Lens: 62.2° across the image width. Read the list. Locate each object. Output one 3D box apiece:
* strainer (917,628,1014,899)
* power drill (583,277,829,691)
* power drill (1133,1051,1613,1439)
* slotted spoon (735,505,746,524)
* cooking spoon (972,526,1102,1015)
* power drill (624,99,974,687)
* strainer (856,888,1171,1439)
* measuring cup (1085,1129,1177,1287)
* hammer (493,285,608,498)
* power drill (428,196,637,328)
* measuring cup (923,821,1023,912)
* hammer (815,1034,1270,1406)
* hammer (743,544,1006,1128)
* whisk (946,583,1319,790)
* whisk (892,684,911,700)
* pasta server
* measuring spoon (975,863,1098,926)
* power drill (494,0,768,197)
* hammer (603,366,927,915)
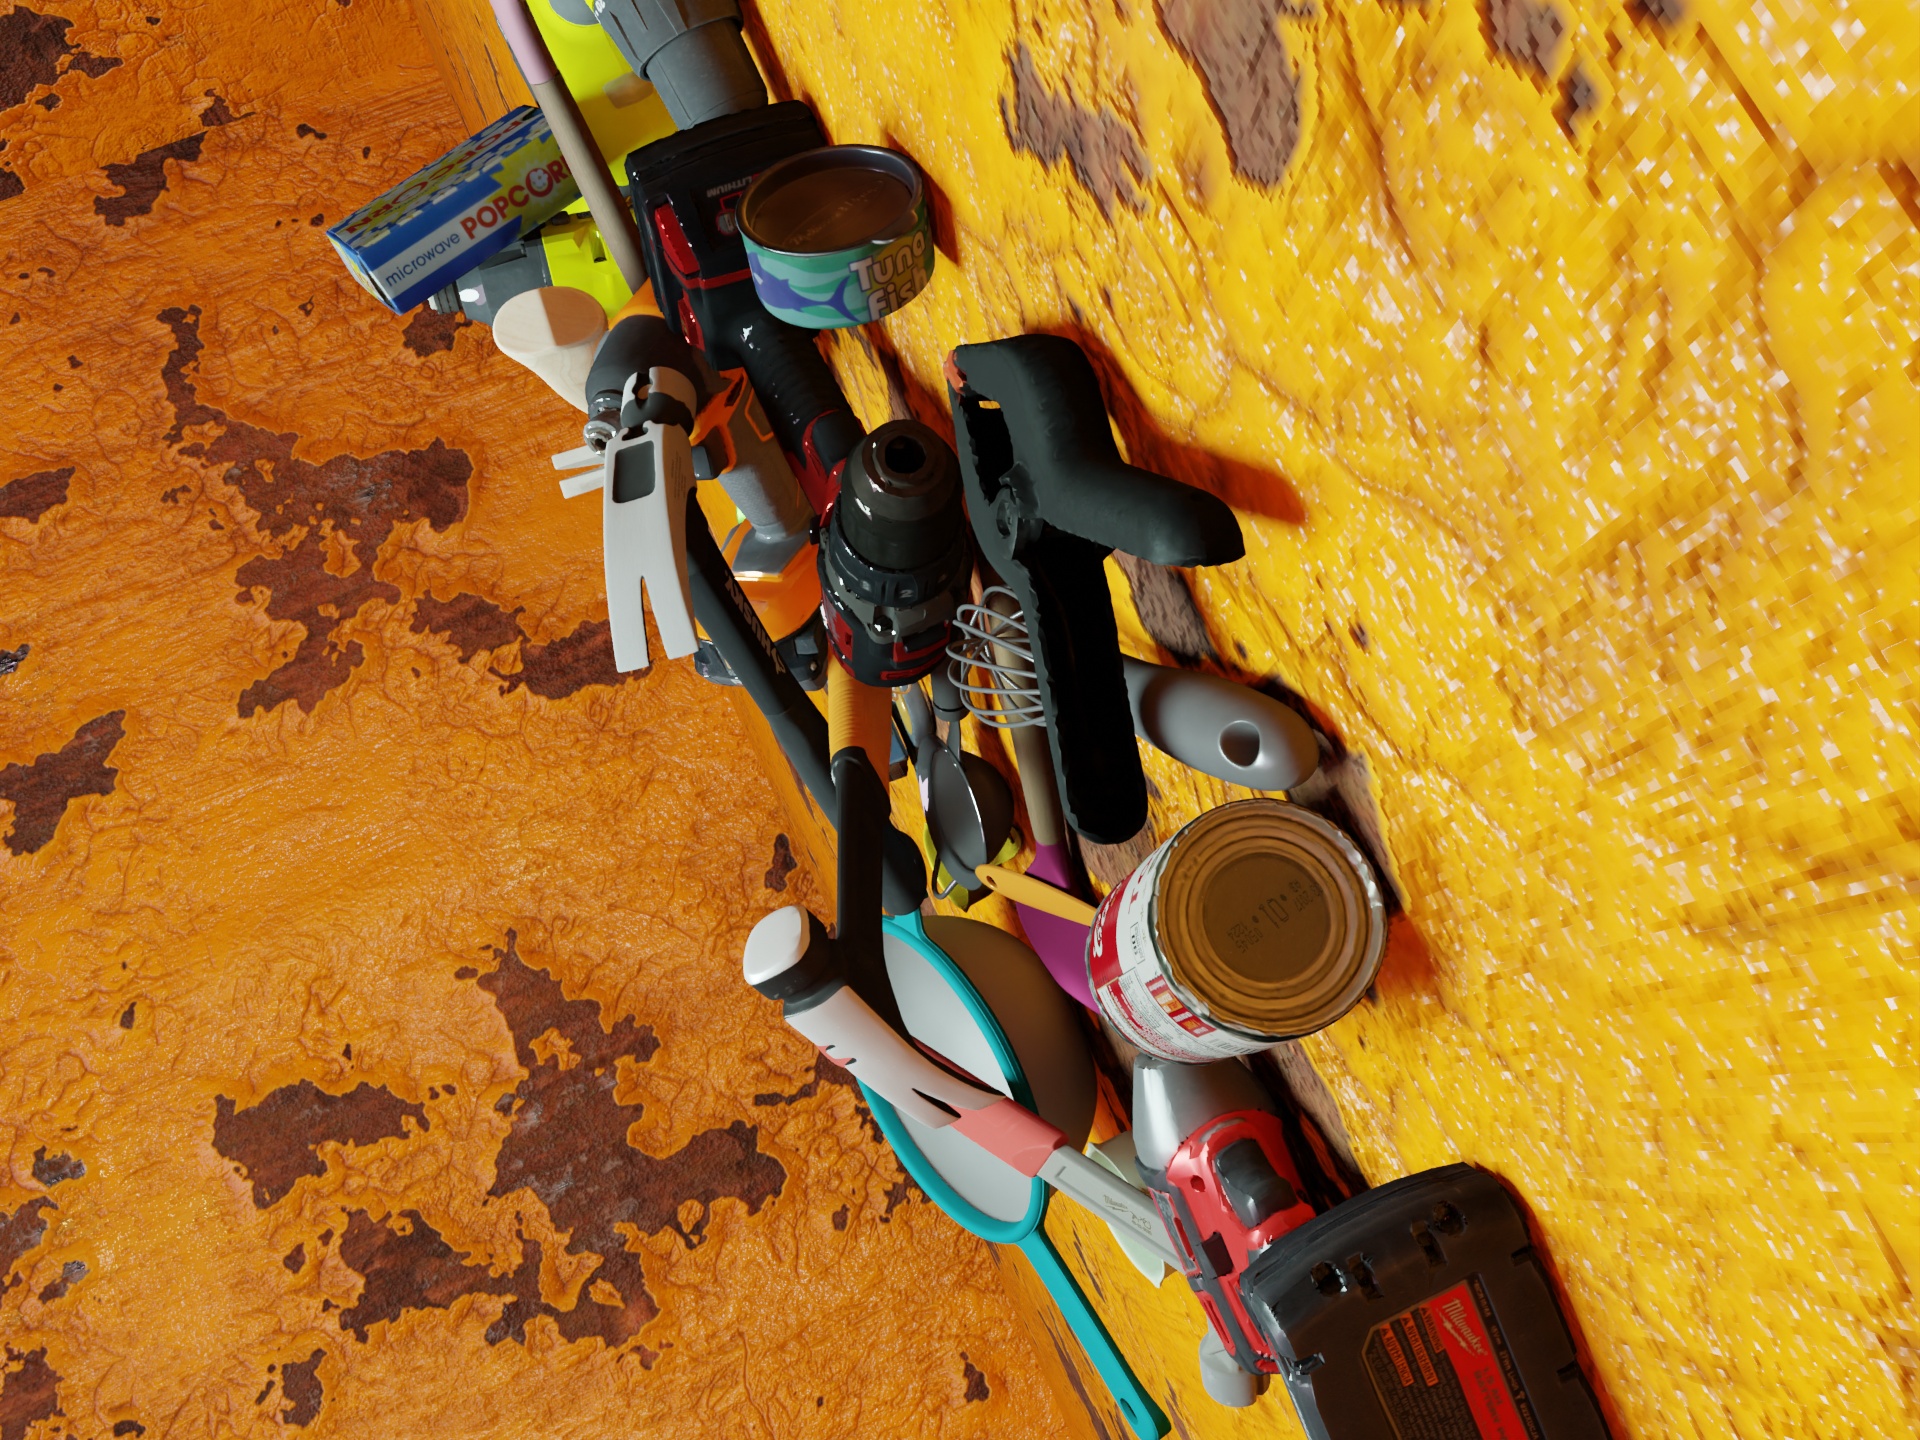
[{"bbox_3d":[-0.001,-0.003,0.800,0.258,0.050,0.087,84,158,-44],"label":"strainer"},{"bbox_3d":[-0.120,-0.122,0.822,0.226,0.084,0.164,74,-150,-41],"label":"power drill"},{"bbox_3d":[0.116,0.181,0.538,0.220,0.078,0.143,-169,56,-81],"label":"power drill"},{"bbox_3d":[-0.141,-0.173,1.105,0.314,0.031,0.070,139,117,-80],"label":"slotted spoon"},{"bbox_3d":[0.039,0.035,0.737,0.069,0.017,0.318,31,148,37],"label":"cooking spoon"},{"bbox_3d":[-0.057,-0.135,0.642,0.187,0.080,0.227,104,143,-74],"label":"power drill"},{"bbox_3d":[0.050,0.251,0.950,0.340,0.095,0.211,57,149,15],"label":"strainer"},{"bbox_3d":[0.113,0.243,0.805,0.083,0.038,0.167,64,159,8],"label":"measuring cup"},{"bbox_3d":[-0.216,-0.189,0.947,0.410,0.146,0.038,-110,2,-88],"label":"hammer"},{"bbox_3d":[-0.223,-0.280,0.925,0.223,0.171,0.080,-124,23,-59],"label":"power drill"},{"bbox_3d":[0.017,0.076,0.947,0.062,0.029,0.156,65,158,4],"label":"measuring cup"},{"bbox_3d":[0.021,0.206,0.832,0.359,0.036,0.149,19,125,52],"label":"hammer"},{"bbox_3d":[-0.040,0.020,0.717,0.127,0.034,0.337,47,-157,-33],"label":"hammer"},{"bbox_3d":[0.048,-0.009,0.527,0.239,0.055,0.055,27,140,67],"label":"whisk"},{"bbox_3d":[-0.082,-0.088,0.996,0.057,0.059,0.247,39,-166,-40],"label":"whisk"},{"bbox_3d":[-0.190,-0.275,0.752,0.060,0.040,0.315,29,155,36],"label":"pasta server"},{"bbox_3d":[0.041,0.090,0.770,0.117,0.011,0.021,15,137,52],"label":"measuring spoon"},{"bbox_3d":[-0.157,-0.330,0.743,0.190,0.080,0.228,62,168,-8],"label":"power drill"},{"bbox_3d":[-0.082,0.000,0.766,0.334,0.035,0.146,63,-163,-48],"label":"hammer"}]
